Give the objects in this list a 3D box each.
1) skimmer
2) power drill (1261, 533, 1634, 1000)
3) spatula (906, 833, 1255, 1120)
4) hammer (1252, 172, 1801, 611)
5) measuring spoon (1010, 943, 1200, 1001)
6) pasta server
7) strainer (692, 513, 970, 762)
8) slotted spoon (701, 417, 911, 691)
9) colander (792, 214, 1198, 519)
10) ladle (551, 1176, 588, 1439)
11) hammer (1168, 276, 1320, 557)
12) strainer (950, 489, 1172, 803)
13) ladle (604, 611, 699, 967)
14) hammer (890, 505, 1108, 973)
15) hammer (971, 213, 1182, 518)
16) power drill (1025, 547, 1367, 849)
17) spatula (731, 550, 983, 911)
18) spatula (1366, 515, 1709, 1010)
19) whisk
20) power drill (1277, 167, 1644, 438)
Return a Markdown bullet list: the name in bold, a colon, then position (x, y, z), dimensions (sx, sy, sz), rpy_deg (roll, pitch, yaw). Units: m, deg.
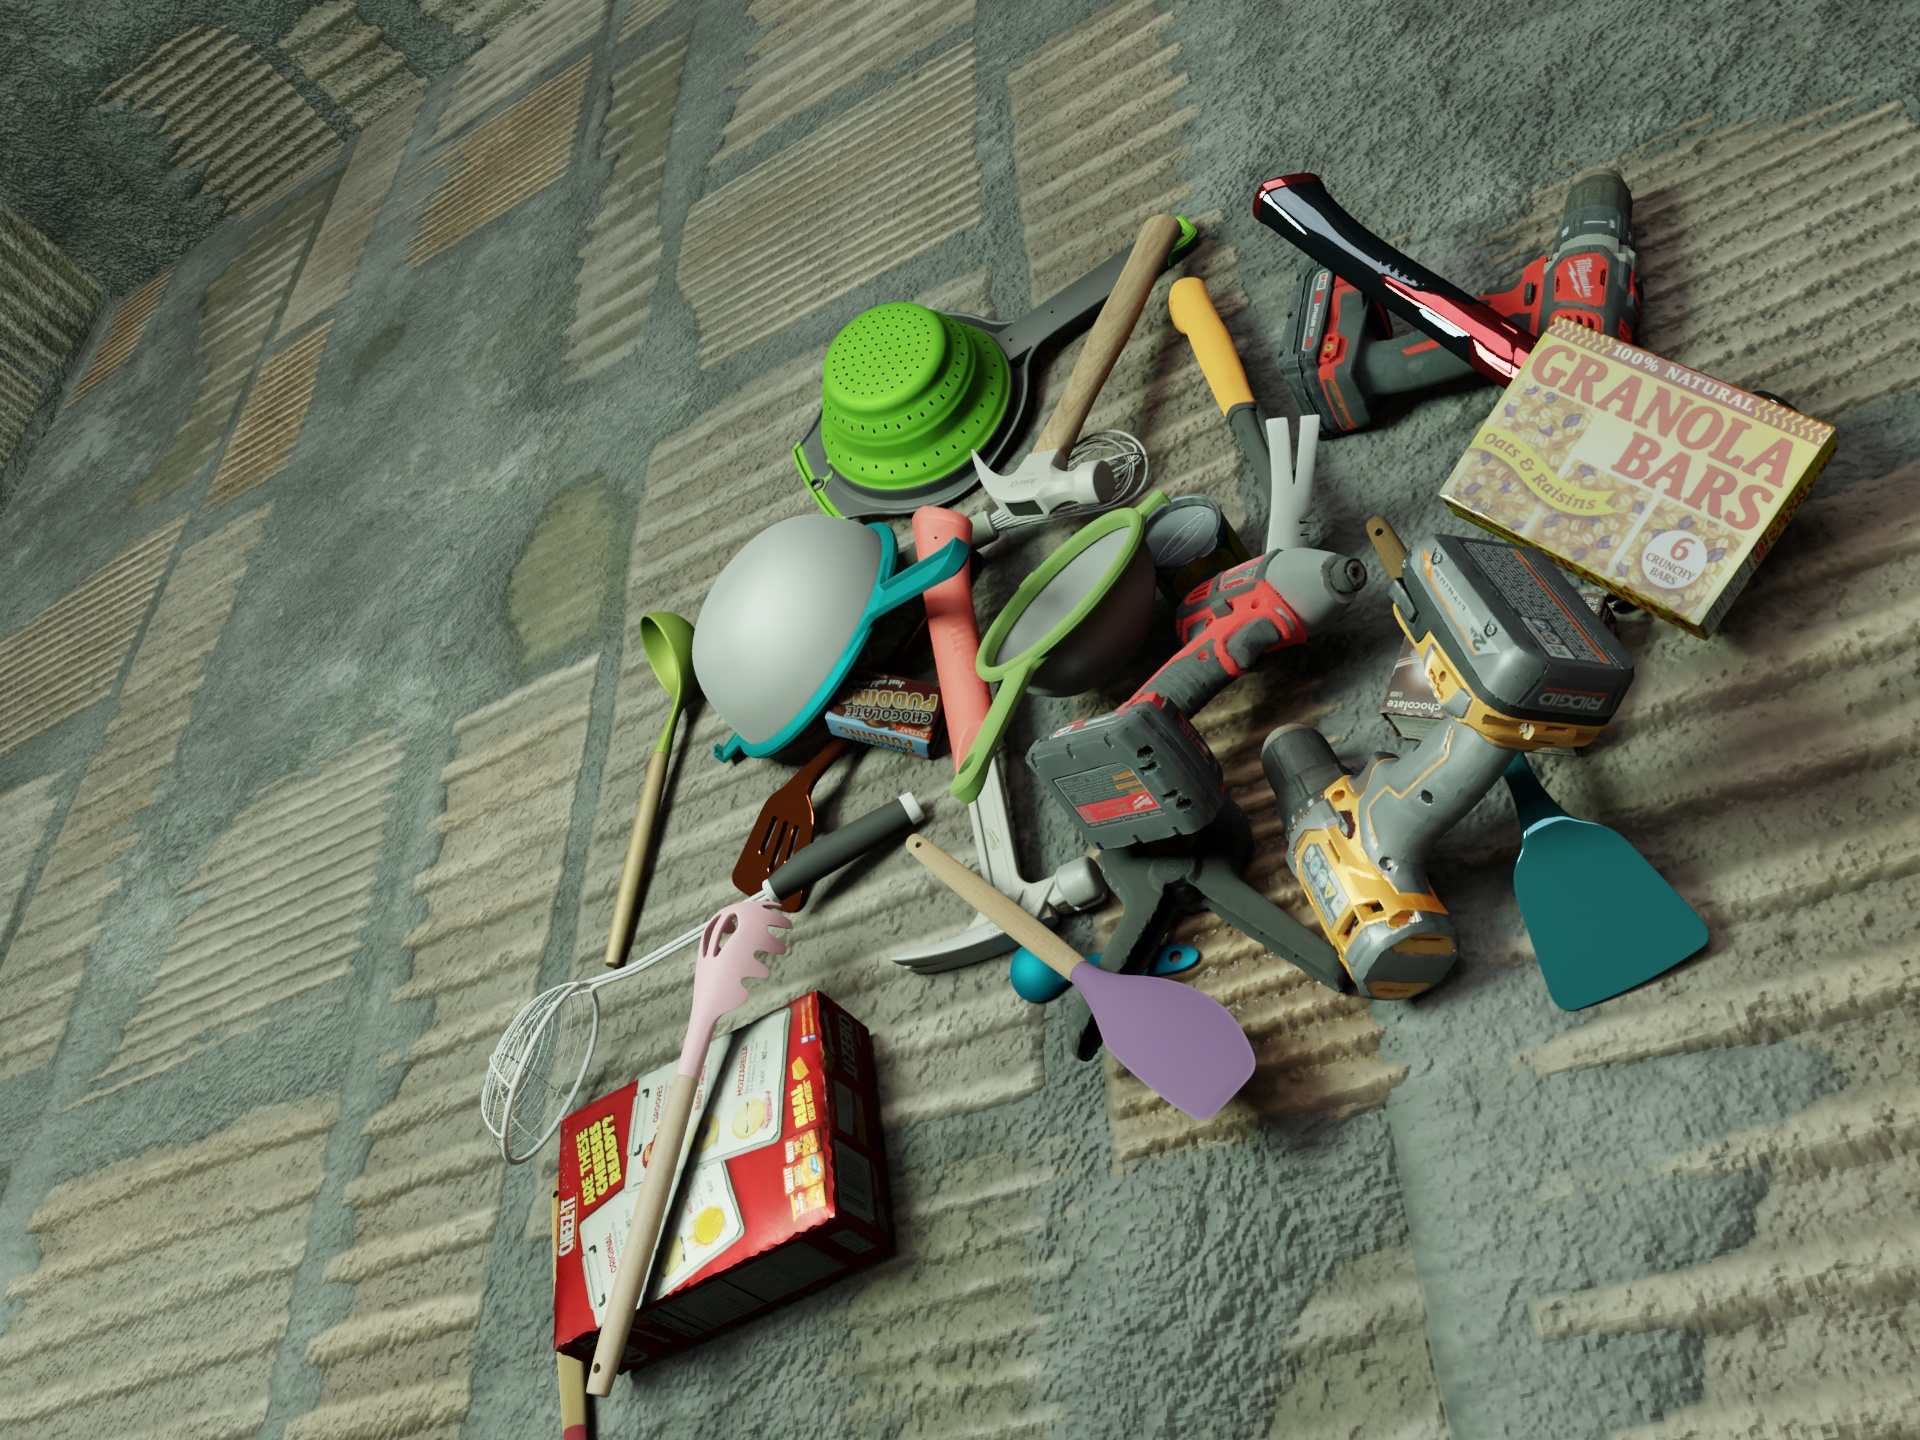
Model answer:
- **skimmer**: position (-0.171, 0.175, 1.108), dimensions (0.363, 0.127, 0.090), rpy_deg (-30, 72, -6)
- **power drill**: position (0.239, 0.010, 0.851), dimensions (0.186, 0.084, 0.226), rpy_deg (-108, 30, -47)
- **spatula**: position (0.057, 0.134, 0.936), dimensions (0.060, 0.018, 0.316), rpy_deg (-45, 39, -12)
- **hammer**: position (0.314, -0.229, 0.996), dimensions (0.143, 0.038, 0.387), rpy_deg (-50, 58, 10)
- **measuring spoon**: position (0.084, 0.146, 0.972), dimensions (0.128, 0.021, 0.042), rpy_deg (-11, 50, 30)
- **pasta server**: position (-0.170, 0.249, 0.978), dimensions (0.060, 0.040, 0.316), rpy_deg (-10, 54, 35)
- **strainer**: position (-0.113, -0.095, 1.180), dimensions (0.340, 0.095, 0.211), rpy_deg (-21, 43, 58)
- **slotted spoon**: position (-0.133, -0.151, 1.386), dimensions (0.070, 0.031, 0.314), rpy_deg (23, 74, 40)
- **colander**: position (0.019, -0.327, 1.336), dimensions (0.397, 0.094, 0.205), rpy_deg (-33, 56, 4)
- **ladle**: position (-0.245, 0.422, 1.000), dimensions (0.069, 0.031, 0.316), rpy_deg (-31, 41, 10)
- **hammer**: position (0.197, -0.241, 1.149), dimensions (0.034, 0.127, 0.337), rpy_deg (-7, 41, -1)
- **strainer**: position (0.065, -0.029, 1.023), dimensions (0.151, 0.069, 0.256), rpy_deg (-30, 24, 47)
- **ladle**: position (-0.262, 0.050, 1.300), dimensions (0.062, 0.078, 0.320), rpy_deg (11, 59, -7)
- **hammer**: position (-0.002, -0.004, 1.116), dimensions (0.149, 0.036, 0.359), rpy_deg (-24, 54, 19)
- **hammer**: position (0.105, -0.281, 1.237), dimensions (0.130, 0.031, 0.331), rpy_deg (-3, 49, 38)
- **power drill**: position (0.152, -0.025, 0.963), dimensions (0.220, 0.078, 0.143), rpy_deg (-46, 15, -31)
- **spatula**: position (-0.070, -0.002, 1.217), dimensions (0.081, 0.041, 0.323), rpy_deg (16, 64, 43)
- **spatula**: position (0.292, 0.003, 0.878), dimensions (0.082, 0.044, 0.318), rpy_deg (-34, 48, 22)
- **whisk**: position (0.031, -0.154, 1.232), dimensions (0.246, 0.059, 0.058), rpy_deg (-25, 0, 14)
- **power drill**: position (0.346, -0.286, 1.087), dimensions (0.227, 0.080, 0.188), rpy_deg (-3, 56, 33)
